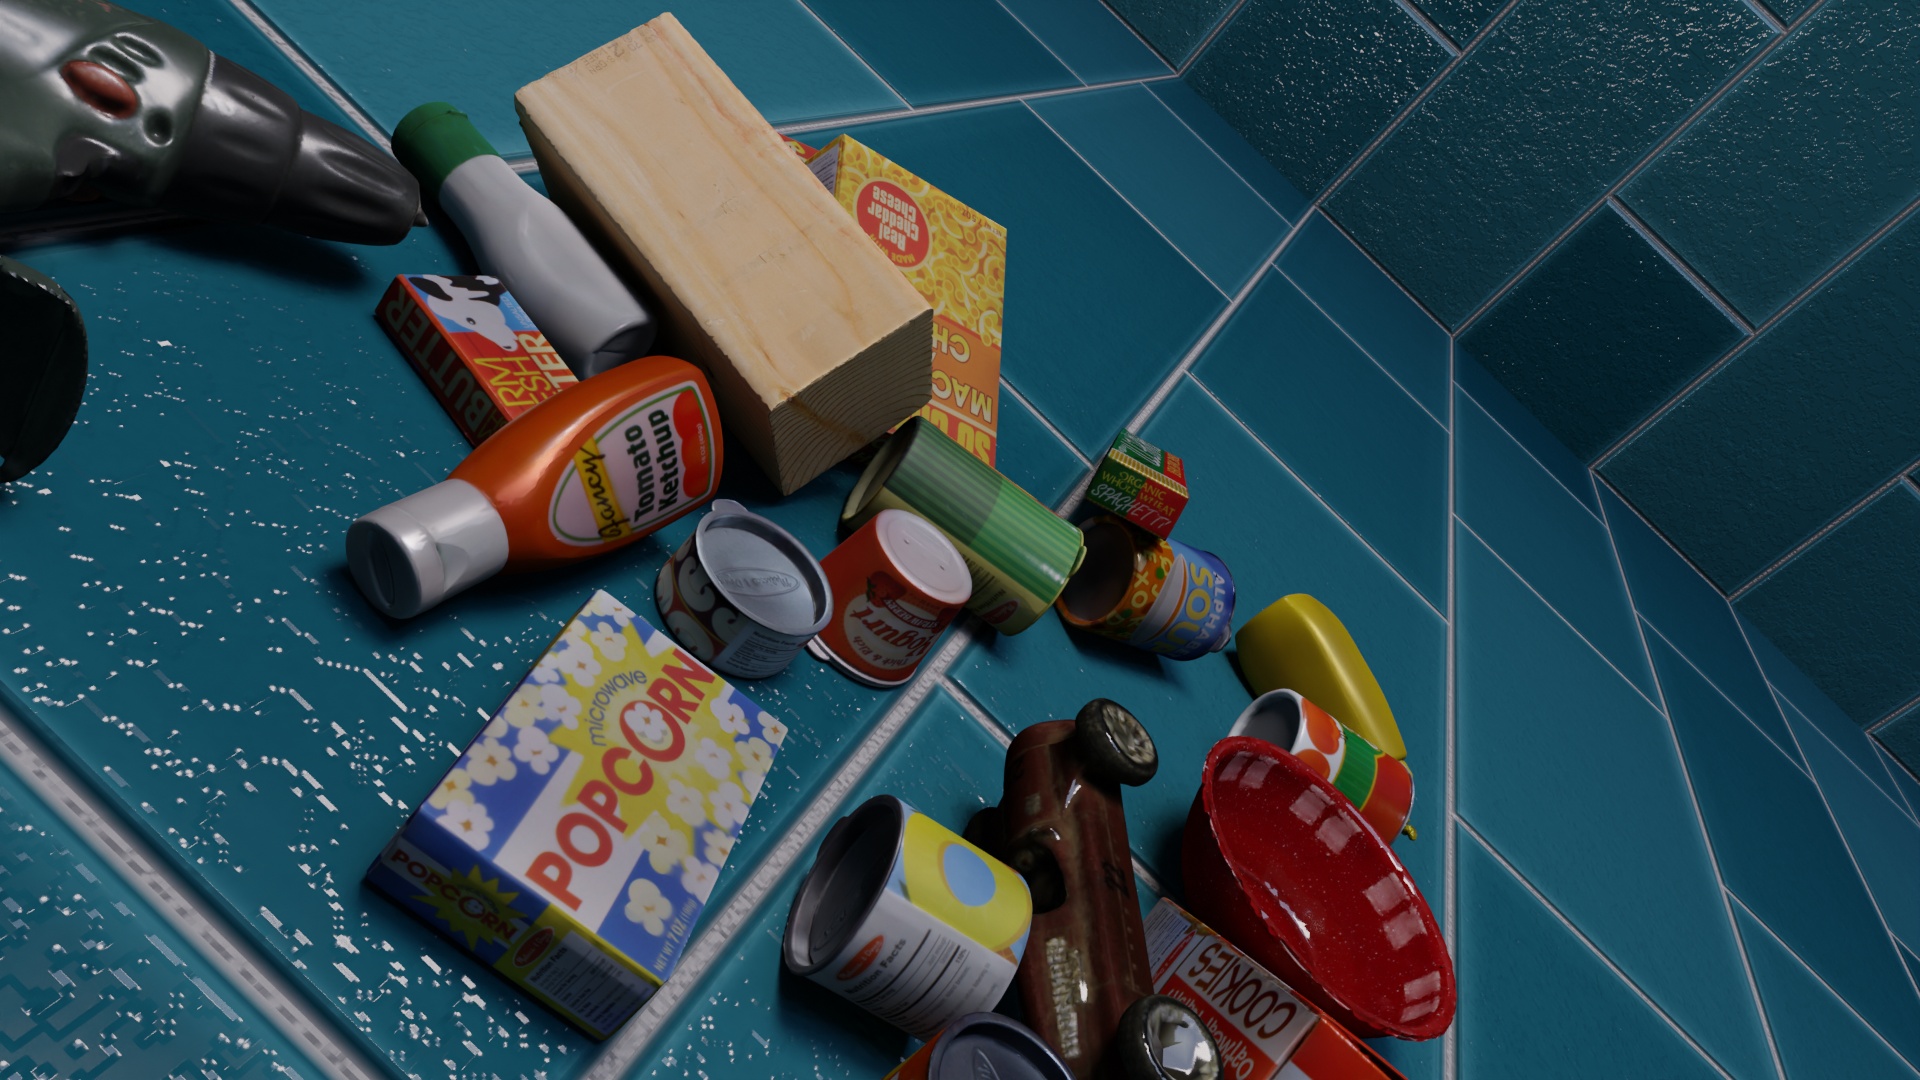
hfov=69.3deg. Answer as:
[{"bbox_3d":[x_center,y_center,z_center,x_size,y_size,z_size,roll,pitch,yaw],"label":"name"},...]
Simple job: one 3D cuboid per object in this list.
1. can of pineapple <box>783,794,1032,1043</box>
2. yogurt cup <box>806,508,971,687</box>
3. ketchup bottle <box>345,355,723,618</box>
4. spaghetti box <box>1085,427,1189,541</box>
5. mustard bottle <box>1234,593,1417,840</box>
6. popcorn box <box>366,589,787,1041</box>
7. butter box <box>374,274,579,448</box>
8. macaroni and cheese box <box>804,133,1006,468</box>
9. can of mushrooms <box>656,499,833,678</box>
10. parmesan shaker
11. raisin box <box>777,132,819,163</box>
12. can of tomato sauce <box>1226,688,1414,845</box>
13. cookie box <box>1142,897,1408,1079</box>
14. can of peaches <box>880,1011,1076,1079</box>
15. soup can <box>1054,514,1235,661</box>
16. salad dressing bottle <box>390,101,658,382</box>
[{"bbox_3d":[-0.018,0.128,0.474,0.058,0.070,0.071,35,28,-18],"label":"can of pineapple"},{"bbox_3d":[-0.032,0.023,0.618,0.072,0.053,0.073,34,28,-20],"label":"yogurt cup"},{"bbox_3d":[-0.150,-0.018,0.505,0.043,0.064,0.149,12,28,29],"label":"ketchup bottle"},{"bbox_3d":[0.110,-0.039,0.848,0.050,0.028,0.250,29,11,3],"label":"spaghetti box"},{"bbox_3d":[0.230,0.111,0.844,0.049,0.065,0.160,-2,57,-48],"label":"mustard bottle"},{"bbox_3d":[-0.114,0.081,0.440,0.085,0.038,0.127,38,27,-10],"label":"popcorn box"},{"bbox_3d":[-0.186,-0.065,0.566,0.103,0.024,0.053,50,28,13],"label":"butter box"},{"bbox_3d":[-0.034,-0.120,0.759,0.124,0.040,0.167,21,61,-37],"label":"macaroni and cheese box"},{"bbox_3d":[-0.089,0.020,0.567,0.071,0.033,0.071,32,30,-21],"label":"can of mushrooms"},{"bbox_3d":[0.002,-0.009,0.690,0.103,0.071,0.072,36,28,-16],"label":"parmesan shaker"},{"bbox_3d":[-0.103,-0.214,0.877,0.123,0.040,0.086,11,41,-45],"label":"raisin box"},{"bbox_3d":[0.194,0.128,0.761,0.083,0.071,0.071,34,28,-18],"label":"can of tomato sauce"},{"bbox_3d":[0.133,0.201,0.510,0.123,0.040,0.167,42,-7,-5],"label":"cookie box"},{"bbox_3d":[-0.002,0.187,0.420,0.071,0.058,0.071,32,30,-21],"label":"can of peaches"},{"bbox_3d":[0.104,0.029,0.780,0.084,0.071,0.071,19,36,-38],"label":"soup can"},{"bbox_3d":[-0.199,-0.137,0.630,0.148,0.044,0.064,48,20,11],"label":"salad dressing bottle"}]
